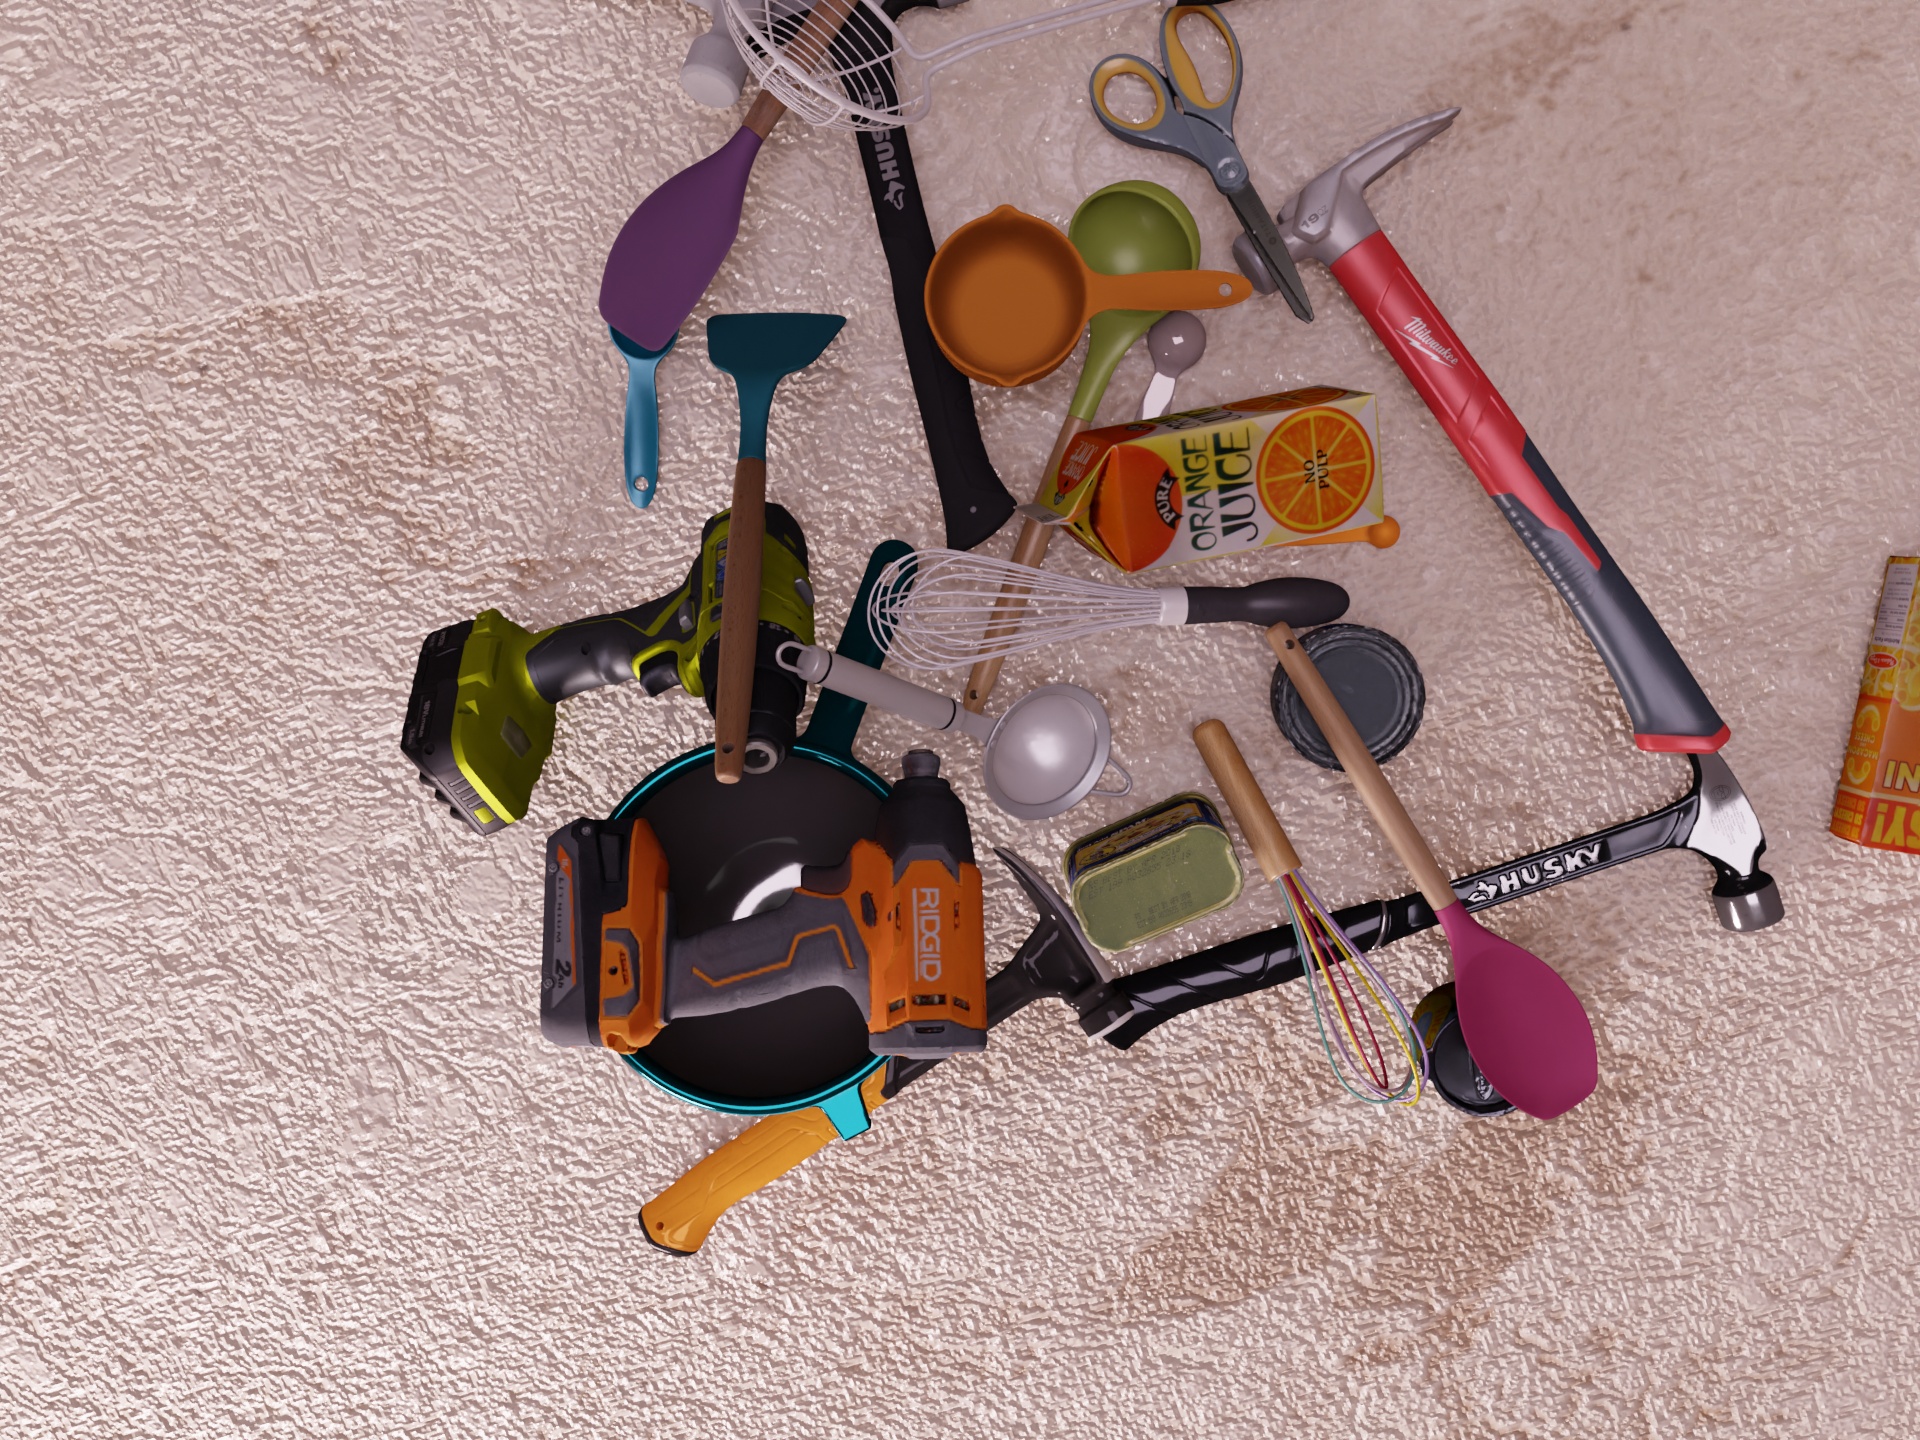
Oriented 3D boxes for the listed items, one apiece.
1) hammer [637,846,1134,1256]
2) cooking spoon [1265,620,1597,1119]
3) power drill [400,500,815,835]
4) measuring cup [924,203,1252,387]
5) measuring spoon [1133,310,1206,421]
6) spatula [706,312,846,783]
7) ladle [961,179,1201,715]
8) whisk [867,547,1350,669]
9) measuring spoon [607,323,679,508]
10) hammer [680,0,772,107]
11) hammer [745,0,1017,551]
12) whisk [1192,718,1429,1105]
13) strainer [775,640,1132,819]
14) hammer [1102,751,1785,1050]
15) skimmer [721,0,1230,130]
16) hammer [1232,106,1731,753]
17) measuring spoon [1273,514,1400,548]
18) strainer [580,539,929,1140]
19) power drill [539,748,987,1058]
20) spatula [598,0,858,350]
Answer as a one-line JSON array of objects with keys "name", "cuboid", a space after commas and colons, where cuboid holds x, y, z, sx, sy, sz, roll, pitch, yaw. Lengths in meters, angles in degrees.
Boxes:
[{"name": "hammer", "cuboid": [-0.064, 0.217, 0.967, 0.337, 0.034, 0.127, -36, 78, 10]}, {"name": "cooking spoon", "cuboid": [0.261, 0.082, 0.900, 0.069, 0.017, 0.319, -31, 88, -2]}, {"name": "power drill", "cuboid": [-0.187, -0.019, 0.886, 0.228, 0.191, 0.080, -19, 132, 10]}, {"name": "measuring cup", "cuboid": [0.067, -0.226, 0.861, 0.173, 0.052, 0.095, -2, 92, 0]}, {"name": "measuring spoon", "cuboid": [0.113, -0.178, 0.926, 0.034, 0.018, 0.124, 17, 98, 1]}, {"name": "spatula", "cuboid": [-0.110, -0.109, 0.849, 0.082, 0.044, 0.318, 0, 63, 1]}, {"name": "ladle", "cuboid": [0.056, -0.150, 0.915, 0.078, 0.062, 0.320, 23, 101, 17]}, {"name": "whisk", "cuboid": [0.088, -0.064, 0.906, 0.284, 0.070, 0.070, -2, 97, -11]}, {"name": "measuring spoon", "cuboid": [-0.187, -0.191, 0.946, 0.042, 0.021, 0.128, 5, 106, 2]}, {"name": "hammer", "cuboid": [-0.298, -0.449, 0.896, 0.405, 0.035, 0.144, 13, 75, 6]}, {"name": "hammer", "cuboid": [-0.033, -0.260, 0.906, 0.146, 0.035, 0.335, -13, 92, 5]}, {"name": "whisk", "cuboid": [0.195, 0.109, 0.915, 0.051, 0.047, 0.245, -29, 73, 8]}, {"name": "strainer", "cuboid": [-0.001, -0.003, 0.893, 0.258, 0.050, 0.087, 21, 100, -41]}, {"name": "hammer", "cuboid": [0.265, 0.111, 0.944, 0.409, 0.036, 0.149, -19, 94, 6]}, {"name": "skimmer", "cuboid": [0.055, -0.393, 0.837, 0.363, 0.090, 0.127, -18, 66, -7]}, {"name": "hammer", "cuboid": [0.320, -0.152, 0.891, 0.143, 0.038, 0.386, -35, 88, 5]}, {"name": "measuring spoon", "cuboid": [0.200, -0.112, 0.932, 0.117, 0.011, 0.021, 2, 97, 3]}, {"name": "strainer", "cuboid": [-0.090, 0.060, 0.939, 0.211, 0.095, 0.340, 19, 80, 6]}, {"name": "power drill", "cuboid": [-0.100, 0.098, 0.846, 0.226, 0.084, 0.164, -1, 77, -1]}, {"name": "spatula", "cuboid": [-0.103, -0.348, 0.880, 0.060, 0.018, 0.316, 35, 95, 4]}]
